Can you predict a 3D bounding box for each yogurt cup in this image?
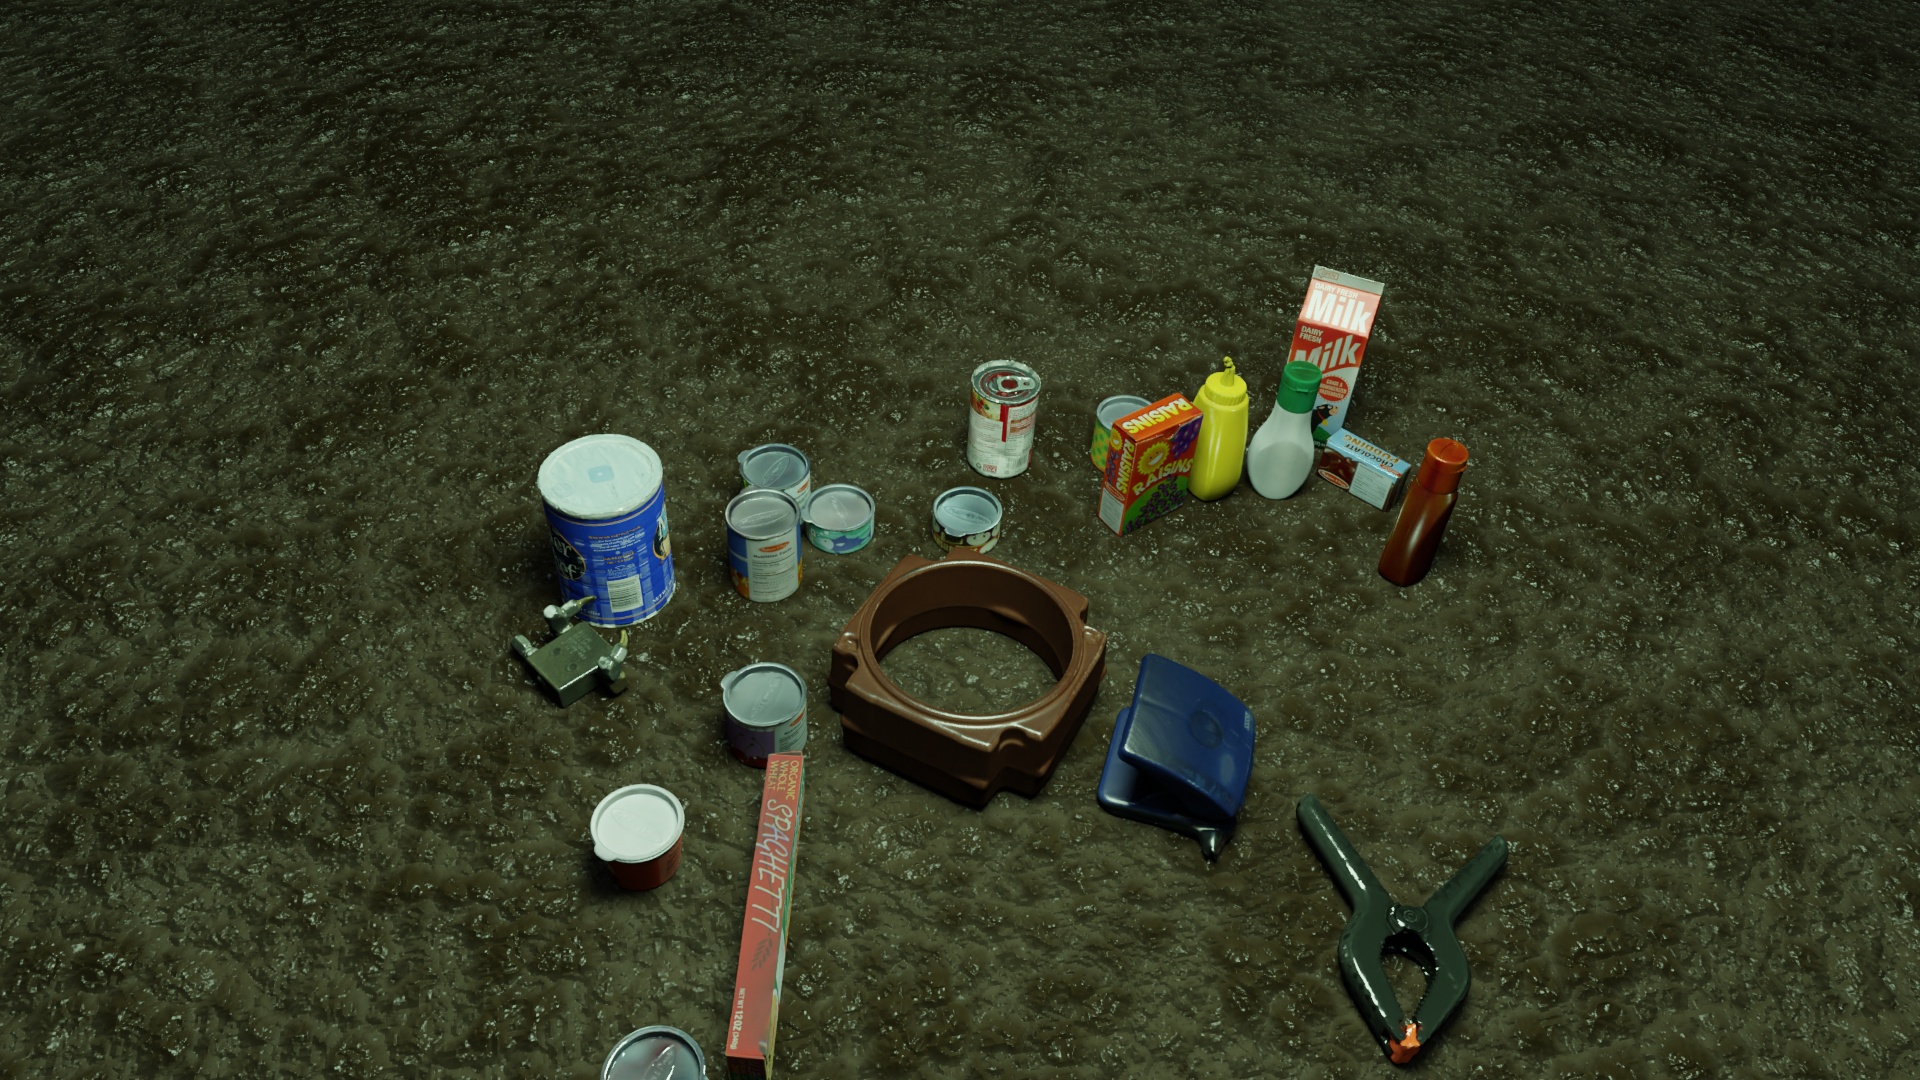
[{"bbox_3d":[-0.240,0.225,1.041,0.072,0.053,0.073,2,44,-2],"label":"yogurt cup"}]

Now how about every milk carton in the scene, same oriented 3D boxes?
[{"bbox_3d":[0.377,-0.192,1.425,0.072,0.189,0.074,18,46,14],"label":"milk carton"}]

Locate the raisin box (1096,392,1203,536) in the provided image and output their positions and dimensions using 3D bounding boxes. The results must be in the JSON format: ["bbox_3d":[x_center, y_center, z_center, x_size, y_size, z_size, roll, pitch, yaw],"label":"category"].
[{"bbox_3d":[0.181,-0.072,1.333,0.086,0.122,0.040,-24,51,-26],"label":"raisin box"}]

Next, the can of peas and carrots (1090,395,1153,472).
[{"bbox_3d":[0.169,-0.104,1.411,0.071,0.058,0.071,2,44,-2],"label":"can of peas and carrots"}]

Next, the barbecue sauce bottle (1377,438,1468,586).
[{"bbox_3d":[0.432,-0.027,1.289,0.044,0.147,0.065,34,51,27],"label":"barbecue sauce bottle"}]

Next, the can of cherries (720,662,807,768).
[{"bbox_3d":[-0.160,0.141,1.131,0.071,0.058,0.072,2,44,-2],"label":"can of cherries"}]

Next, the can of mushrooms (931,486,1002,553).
[{"bbox_3d":[0.005,-0.017,1.326,0.071,0.033,0.071,2,44,-2],"label":"can of mushrooms"}]

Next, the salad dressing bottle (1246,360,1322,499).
[{"bbox_3d":[0.321,-0.108,1.364,0.064,0.146,0.044,8,44,4],"label":"salad dressing bottle"}]

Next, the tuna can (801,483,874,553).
[{"bbox_3d":[-0.117,-0.020,1.320,0.071,0.032,0.071,2,44,-2],"label":"tuna can"}]

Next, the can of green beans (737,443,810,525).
[{"bbox_3d":[-0.176,-0.050,1.328,0.071,0.057,0.071,2,44,-2],"label":"can of green beans"}]

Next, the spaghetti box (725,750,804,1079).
[{"bbox_3d":[-0.139,0.267,1.009,0.029,0.049,0.251,3,44,-2],"label":"spaghetti box"}]

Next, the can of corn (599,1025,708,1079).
[{"bbox_3d":[-0.194,0.361,0.902,0.071,0.058,0.071,2,44,-2],"label":"can of corn"}]

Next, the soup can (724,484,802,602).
[{"bbox_3d":[-0.177,0.003,1.255,0.071,0.083,0.072,2,44,-2],"label":"soup can"}]

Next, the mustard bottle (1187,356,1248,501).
[{"bbox_3d":[0.252,-0.113,1.354,0.049,0.159,0.065,-16,48,-20],"label":"mustard bottle"}]

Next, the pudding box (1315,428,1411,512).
[{"bbox_3d":[0.406,-0.071,1.403,0.084,0.049,0.030,33,51,26],"label":"pudding box"}]
